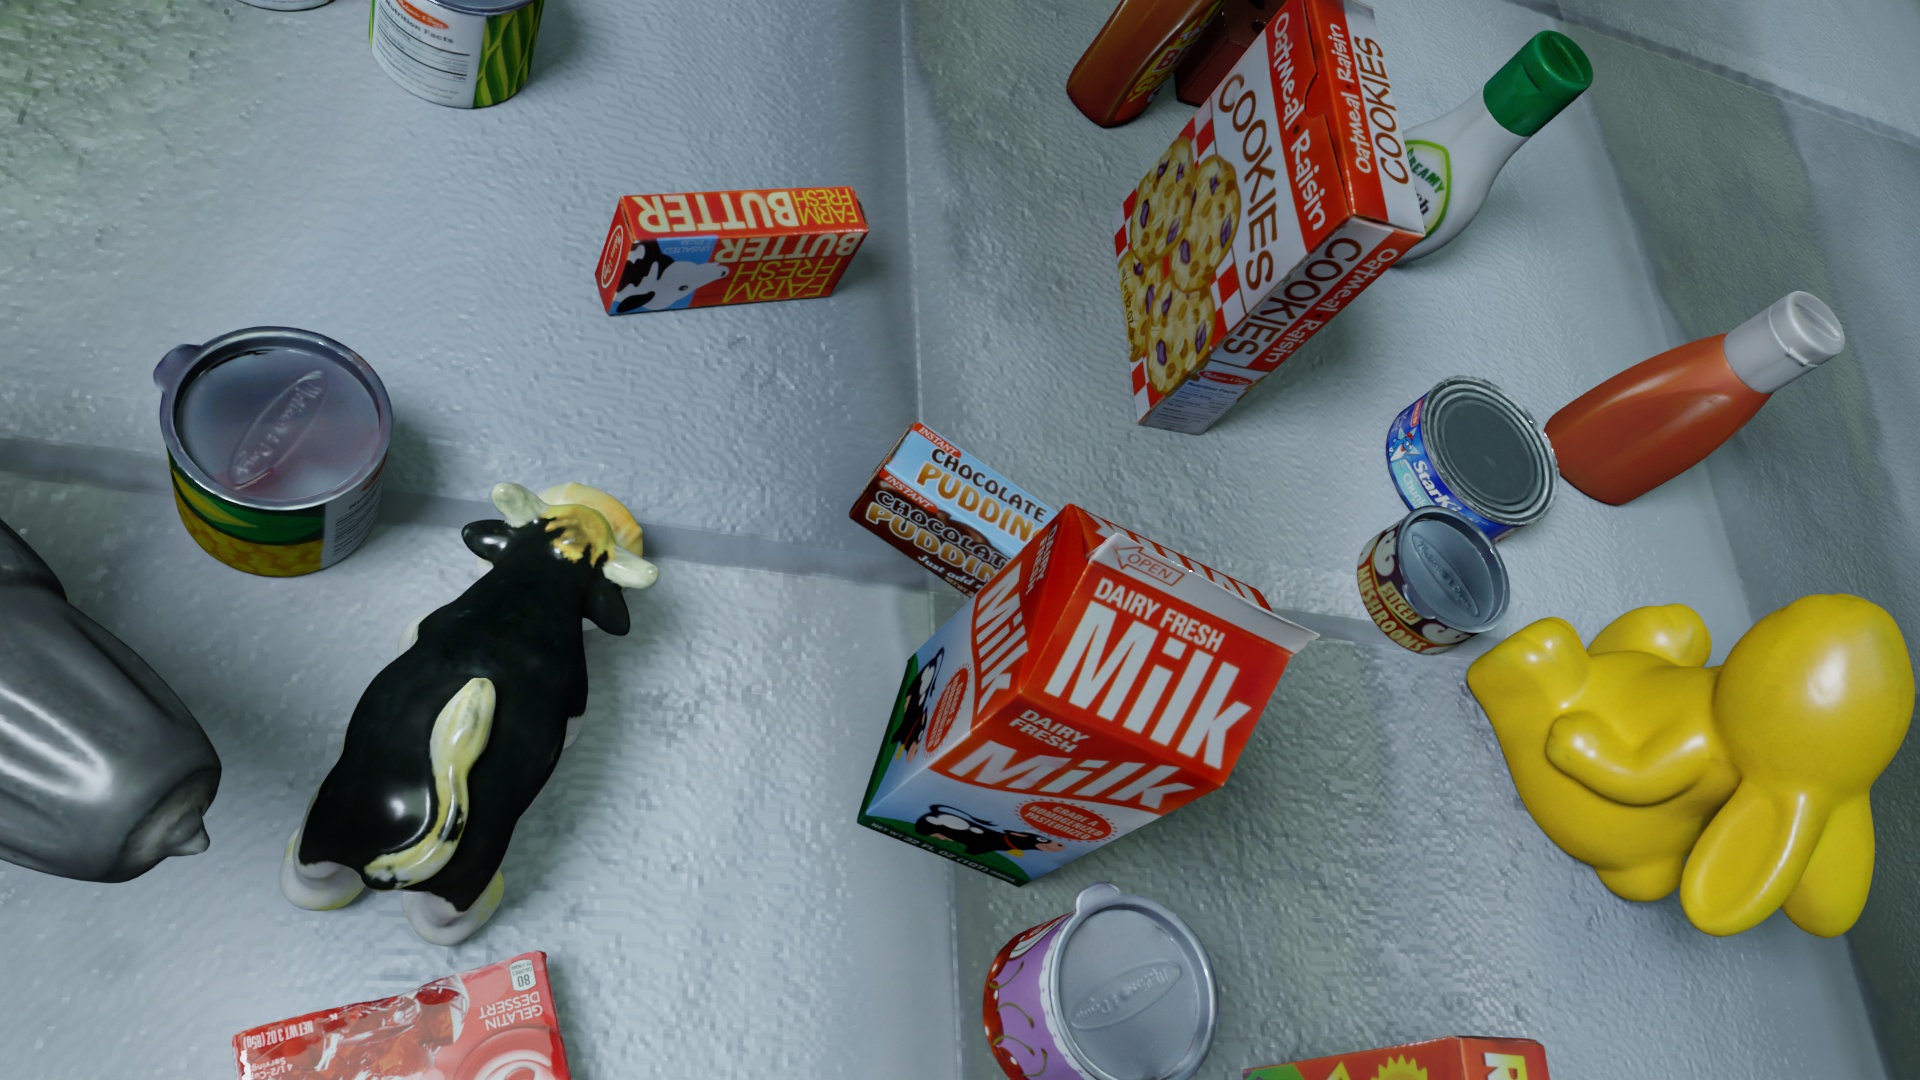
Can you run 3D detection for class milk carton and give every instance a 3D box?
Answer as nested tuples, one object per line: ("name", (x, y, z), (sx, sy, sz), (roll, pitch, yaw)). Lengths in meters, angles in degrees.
("milk carton", (0.036, 0.052, 0.467), (0.072, 0.189, 0.074), (25, 57, -13))

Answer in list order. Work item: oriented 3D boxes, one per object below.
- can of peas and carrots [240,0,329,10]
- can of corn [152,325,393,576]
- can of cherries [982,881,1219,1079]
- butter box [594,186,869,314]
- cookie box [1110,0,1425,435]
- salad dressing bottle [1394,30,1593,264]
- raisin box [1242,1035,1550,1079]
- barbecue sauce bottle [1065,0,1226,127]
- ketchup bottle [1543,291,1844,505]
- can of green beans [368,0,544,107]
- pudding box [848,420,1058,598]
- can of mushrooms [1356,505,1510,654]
("can of peas and carrots", (-0.276, -0.259, 0.554), (0.071, 0.058, 0.071), (11, 61, -21))
("can of corn", (-0.228, -0.029, 0.461), (0.071, 0.058, 0.071), (11, 61, -21))
("can of cherries", (0.048, 0.163, 0.496), (0.071, 0.058, 0.072), (11, 61, -21))
("butter box", (-0.094, -0.120, 0.575), (0.104, 0.053, 0.024), (-11, 71, -29))
("cookie box", (0.128, -0.142, 0.622), (0.040, 0.166, 0.123), (8, 63, -22))
("salad dressing bottle", (0.263, -0.204, 0.730), (0.044, 0.147, 0.064), (-21, 76, -32))
("raisin box", (0.150, 0.221, 0.476), (0.040, 0.123, 0.086), (13, 61, -20))
("barbecue sauce bottle", (0.109, -0.273, 0.691), (0.043, 0.148, 0.065), (45, 55, 1))
("ketchup bottle", (0.377, -0.073, 0.717), (0.065, 0.148, 0.044), (33, 56, -7))
("can of green beans", (-0.206, -0.221, 0.569), (0.071, 0.057, 0.071), (11, 61, -21))
("pudding box", (0.002, -0.007, 0.565), (0.083, 0.049, 0.030), (34, 56, -7))
("can of mushrooms", (0.226, 0.020, 0.668), (0.071, 0.033, 0.071), (11, 61, -21))
